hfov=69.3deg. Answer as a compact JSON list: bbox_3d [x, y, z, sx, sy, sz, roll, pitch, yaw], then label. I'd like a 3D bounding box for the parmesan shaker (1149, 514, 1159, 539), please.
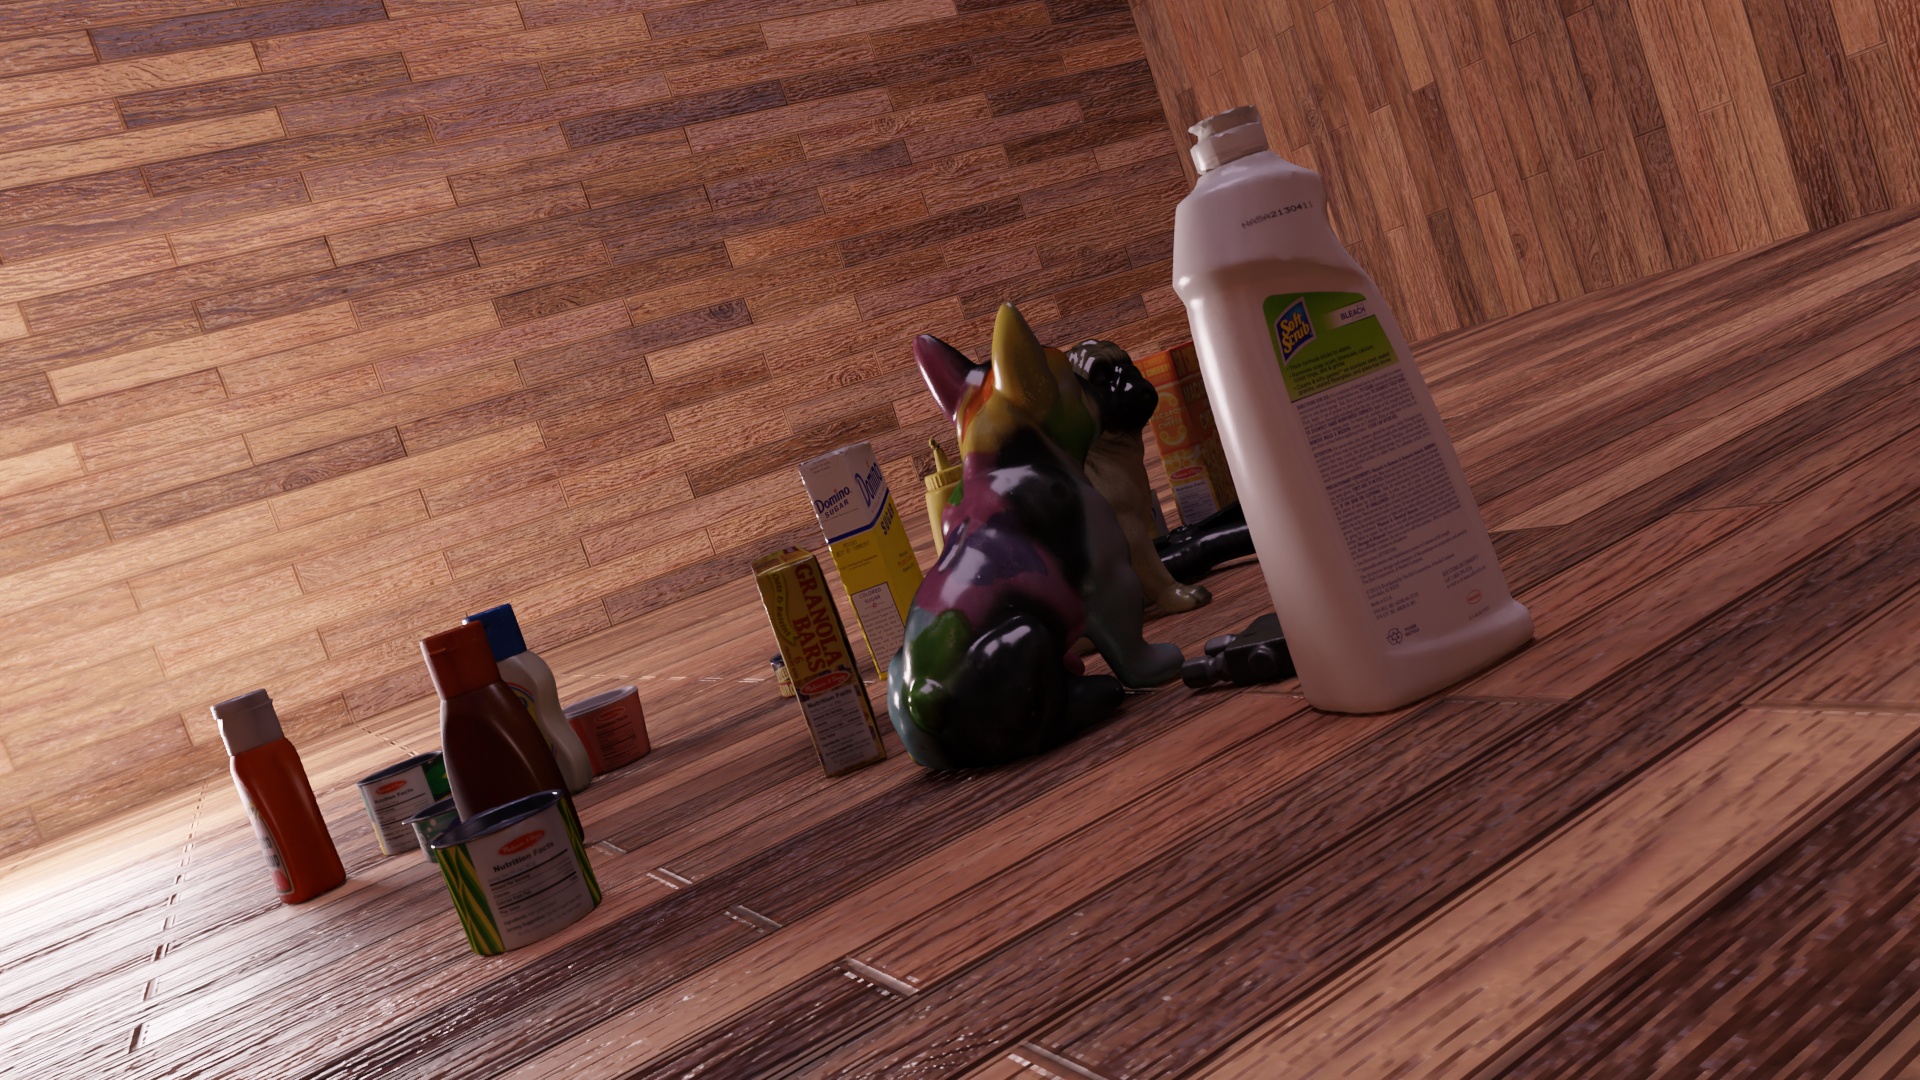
[{"bbox_3d":[0.124,-0.020,1.148,0.071,0.103,0.071,-19,4,2],"label":"parmesan shaker"}]

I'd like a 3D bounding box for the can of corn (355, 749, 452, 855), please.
[{"bbox_3d":[-0.411,0.196,1.048,0.071,0.058,0.071,-19,5,2],"label":"can of corn"}]

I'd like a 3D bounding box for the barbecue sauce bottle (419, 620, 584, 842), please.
[{"bbox_3d":[-0.277,0.122,0.823,0.065,0.148,0.044,-18,4,15],"label":"barbecue sauce bottle"}]

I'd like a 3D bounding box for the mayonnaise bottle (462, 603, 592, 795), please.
[{"bbox_3d":[-0.325,0.121,1.025,0.065,0.148,0.041,-18,4,10],"label":"mayonnaise bottle"}]

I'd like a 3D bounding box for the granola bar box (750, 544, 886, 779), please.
[{"bbox_3d":[-0.090,0.068,0.854,0.039,0.124,0.165,-20,5,-8],"label":"granola bar box"}]

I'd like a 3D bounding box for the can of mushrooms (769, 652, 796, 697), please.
[{"bbox_3d":[-0.121,0.102,1.135,0.071,0.033,0.071,-19,5,2],"label":"can of mushrooms"}]

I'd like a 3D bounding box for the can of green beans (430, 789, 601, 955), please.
[{"bbox_3d":[-0.217,0.162,0.683,0.071,0.057,0.071,-19,5,2],"label":"can of green beans"}]

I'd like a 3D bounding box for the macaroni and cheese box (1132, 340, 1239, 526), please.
[{"bbox_3d":[0.208,-0.091,1.234,0.040,0.166,0.124,-17,5,25],"label":"macaroni and cheese box"}]

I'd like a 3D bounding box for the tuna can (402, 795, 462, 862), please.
[{"bbox_3d":[-0.344,0.195,0.960,0.071,0.033,0.071,-19,5,2],"label":"tuna can"}]

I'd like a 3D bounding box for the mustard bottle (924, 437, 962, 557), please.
[{"bbox_3d":[0.004,-0.015,1.213,0.065,0.160,0.049,-19,4,-1],"label":"mustard bottle"}]

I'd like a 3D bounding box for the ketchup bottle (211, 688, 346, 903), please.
[{"bbox_3d":[-0.481,0.179,0.977,0.044,0.148,0.064,-22,5,-38],"label":"ketchup bottle"}]

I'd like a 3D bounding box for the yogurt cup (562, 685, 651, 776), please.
[{"bbox_3d":[-0.277,0.149,1.084,0.072,0.054,0.072,-19,5,2],"label":"yogurt cup"}]

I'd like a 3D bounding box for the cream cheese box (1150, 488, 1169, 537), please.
[{"bbox_3d":[0.134,-0.006,1.241,0.104,0.053,0.024,-21,5,-18],"label":"cream cheese box"}]
